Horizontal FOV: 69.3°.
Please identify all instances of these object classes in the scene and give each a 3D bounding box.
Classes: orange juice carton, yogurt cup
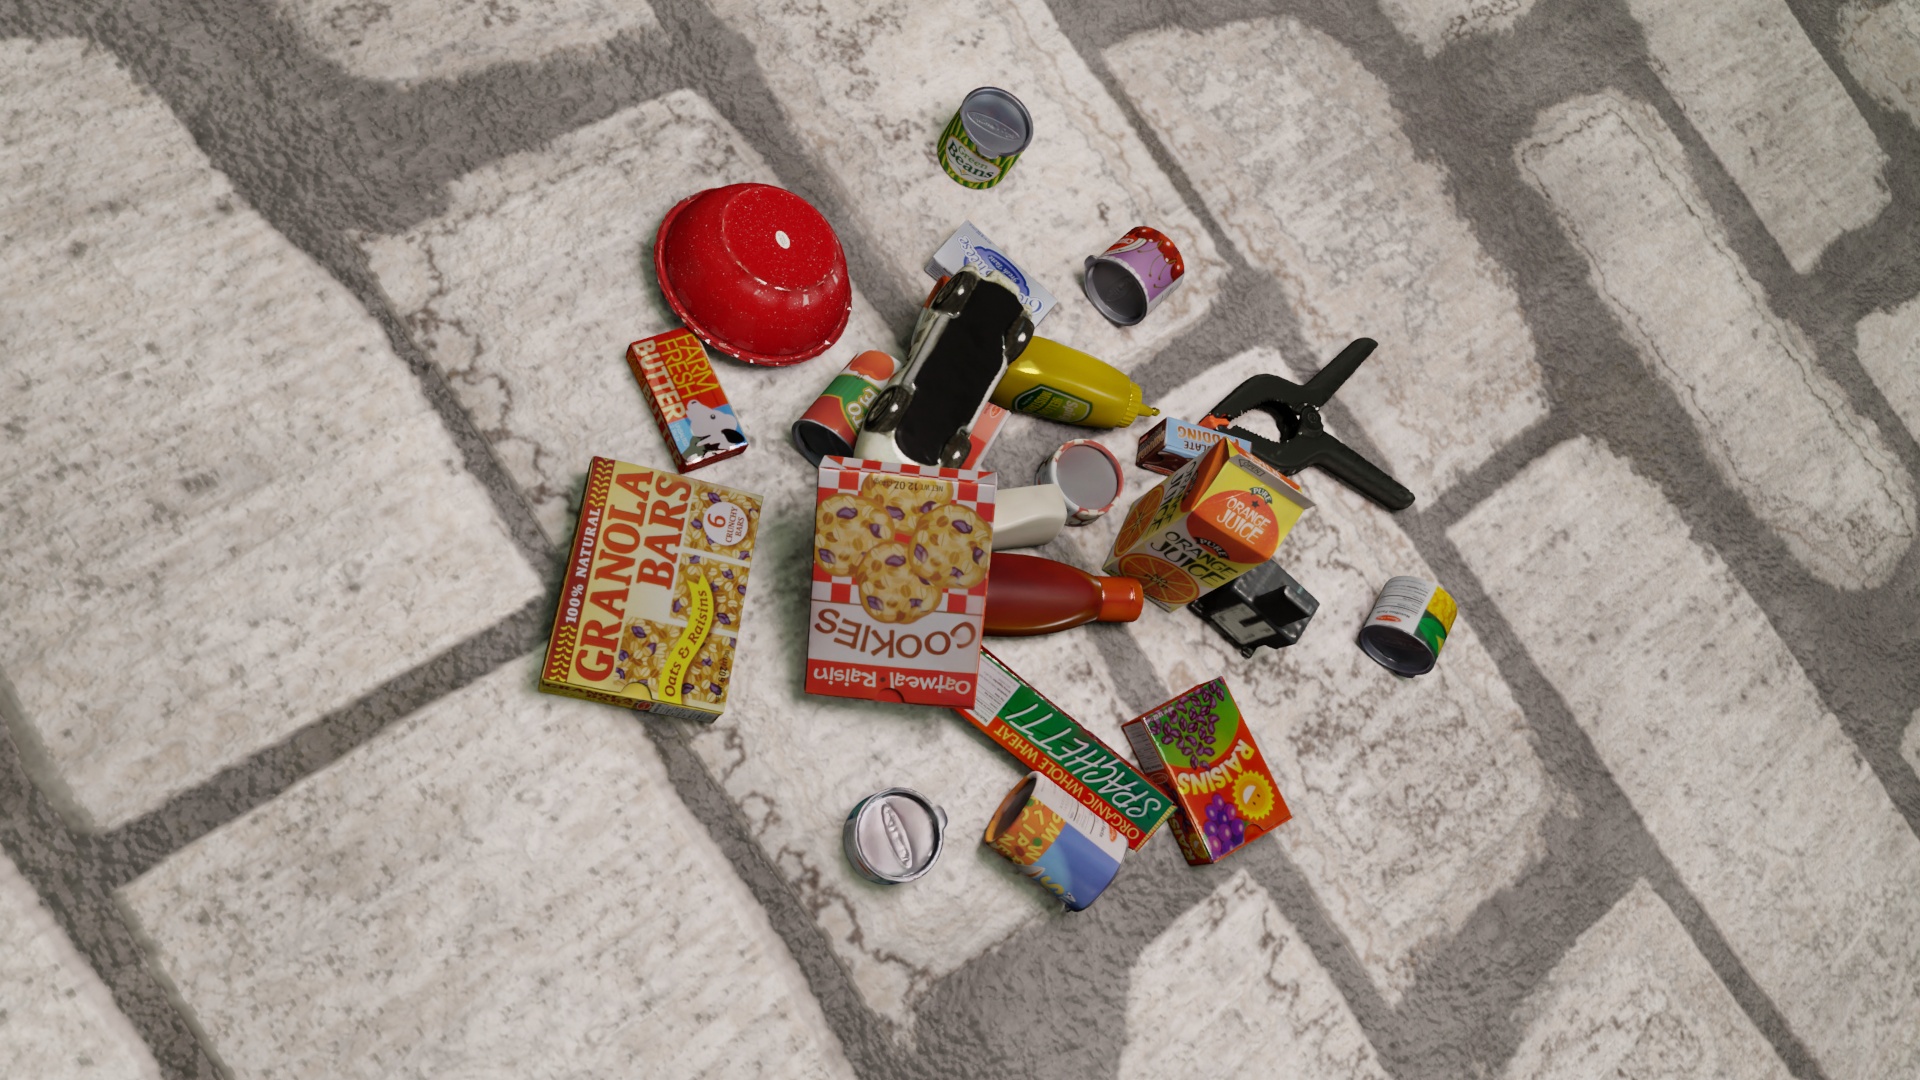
[{"bbox_3d":[0.192,-0.015,1.067,0.072,0.192,0.073,32,64,-9],"label":"orange juice carton"},{"bbox_3d":[0.000,-0.085,1.086,0.054,0.072,0.073,32,64,-1],"label":"yogurt cup"}]

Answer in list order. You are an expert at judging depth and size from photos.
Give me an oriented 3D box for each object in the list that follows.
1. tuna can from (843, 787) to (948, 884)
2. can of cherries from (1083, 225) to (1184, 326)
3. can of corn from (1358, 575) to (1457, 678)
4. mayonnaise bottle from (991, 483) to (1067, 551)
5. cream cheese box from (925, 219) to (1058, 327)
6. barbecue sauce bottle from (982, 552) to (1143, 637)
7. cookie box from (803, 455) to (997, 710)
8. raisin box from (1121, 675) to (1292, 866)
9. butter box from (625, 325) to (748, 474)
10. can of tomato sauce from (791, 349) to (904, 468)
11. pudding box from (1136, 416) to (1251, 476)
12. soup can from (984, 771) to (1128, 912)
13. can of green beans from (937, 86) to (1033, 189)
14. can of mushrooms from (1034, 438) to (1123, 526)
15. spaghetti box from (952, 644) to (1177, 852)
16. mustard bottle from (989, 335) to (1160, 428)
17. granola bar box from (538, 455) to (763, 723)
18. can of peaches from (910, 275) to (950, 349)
[{"bbox_3d":[-0.046,0.209,0.986,0.071,0.032,0.071,7,71,-20],"label":"tuna can"},{"bbox_3d":[0.148,-0.229,1.190,0.071,0.071,0.058,48,62,-2],"label":"can of cherries"},{"bbox_3d":[0.384,0.074,1.188,0.071,0.071,0.058,39,63,-6],"label":"can of corn"},{"bbox_3d":[0.004,-0.013,1.066,0.148,0.064,0.041,-5,68,-20],"label":"mayonnaise bottle"},{"bbox_3d":[0.026,-0.213,1.160,0.104,0.024,0.053,41,64,-5],"label":"cream cheese box"},{"bbox_3d":[0.070,0.044,1.082,0.149,0.043,0.065,3,73,-22],"label":"barbecue sauce bottle"},{"bbox_3d":[-0.043,0.031,0.977,0.123,0.040,0.166,5,106,-1],"label":"cookie box"},{"bbox_3d":[0.194,0.180,1.089,0.086,0.040,0.123,-22,83,-27],"label":"raisin box"},{"bbox_3d":[-0.203,-0.105,1.032,0.053,0.024,0.103,-23,83,-27],"label":"butter box"},{"bbox_3d":[-0.076,-0.095,1.054,0.071,0.071,0.083,40,63,-6],"label":"can of tomato sauce"},{"bbox_3d":[0.197,-0.072,1.168,0.084,0.049,0.030,14,67,-17],"label":"pudding box"},{"bbox_3d":[0.068,0.221,1.011,0.084,0.071,0.071,38,63,-6],"label":"soup can"},{"bbox_3d":[0.020,-0.341,1.181,0.071,0.057,0.071,7,71,-20],"label":"can of green beans"},{"bbox_3d":[0.099,-0.048,1.130,0.071,0.033,0.071,7,70,-19],"label":"can of mushrooms"},{"bbox_3d":[0.051,0.139,1.040,0.250,0.029,0.050,39,94,-6],"label":"spaghetti box"},{"bbox_3d":[0.098,-0.123,1.139,0.160,0.065,0.049,14,64,-21],"label":"mustard bottle"},{"bbox_3d":[-0.214,0.034,0.973,0.124,0.039,0.166,13,68,-17],"label":"granola bar box"},{"bbox_3d":[0.000,-0.172,1.110,0.058,0.071,0.071,23,66,-13],"label":"can of peaches"}]
